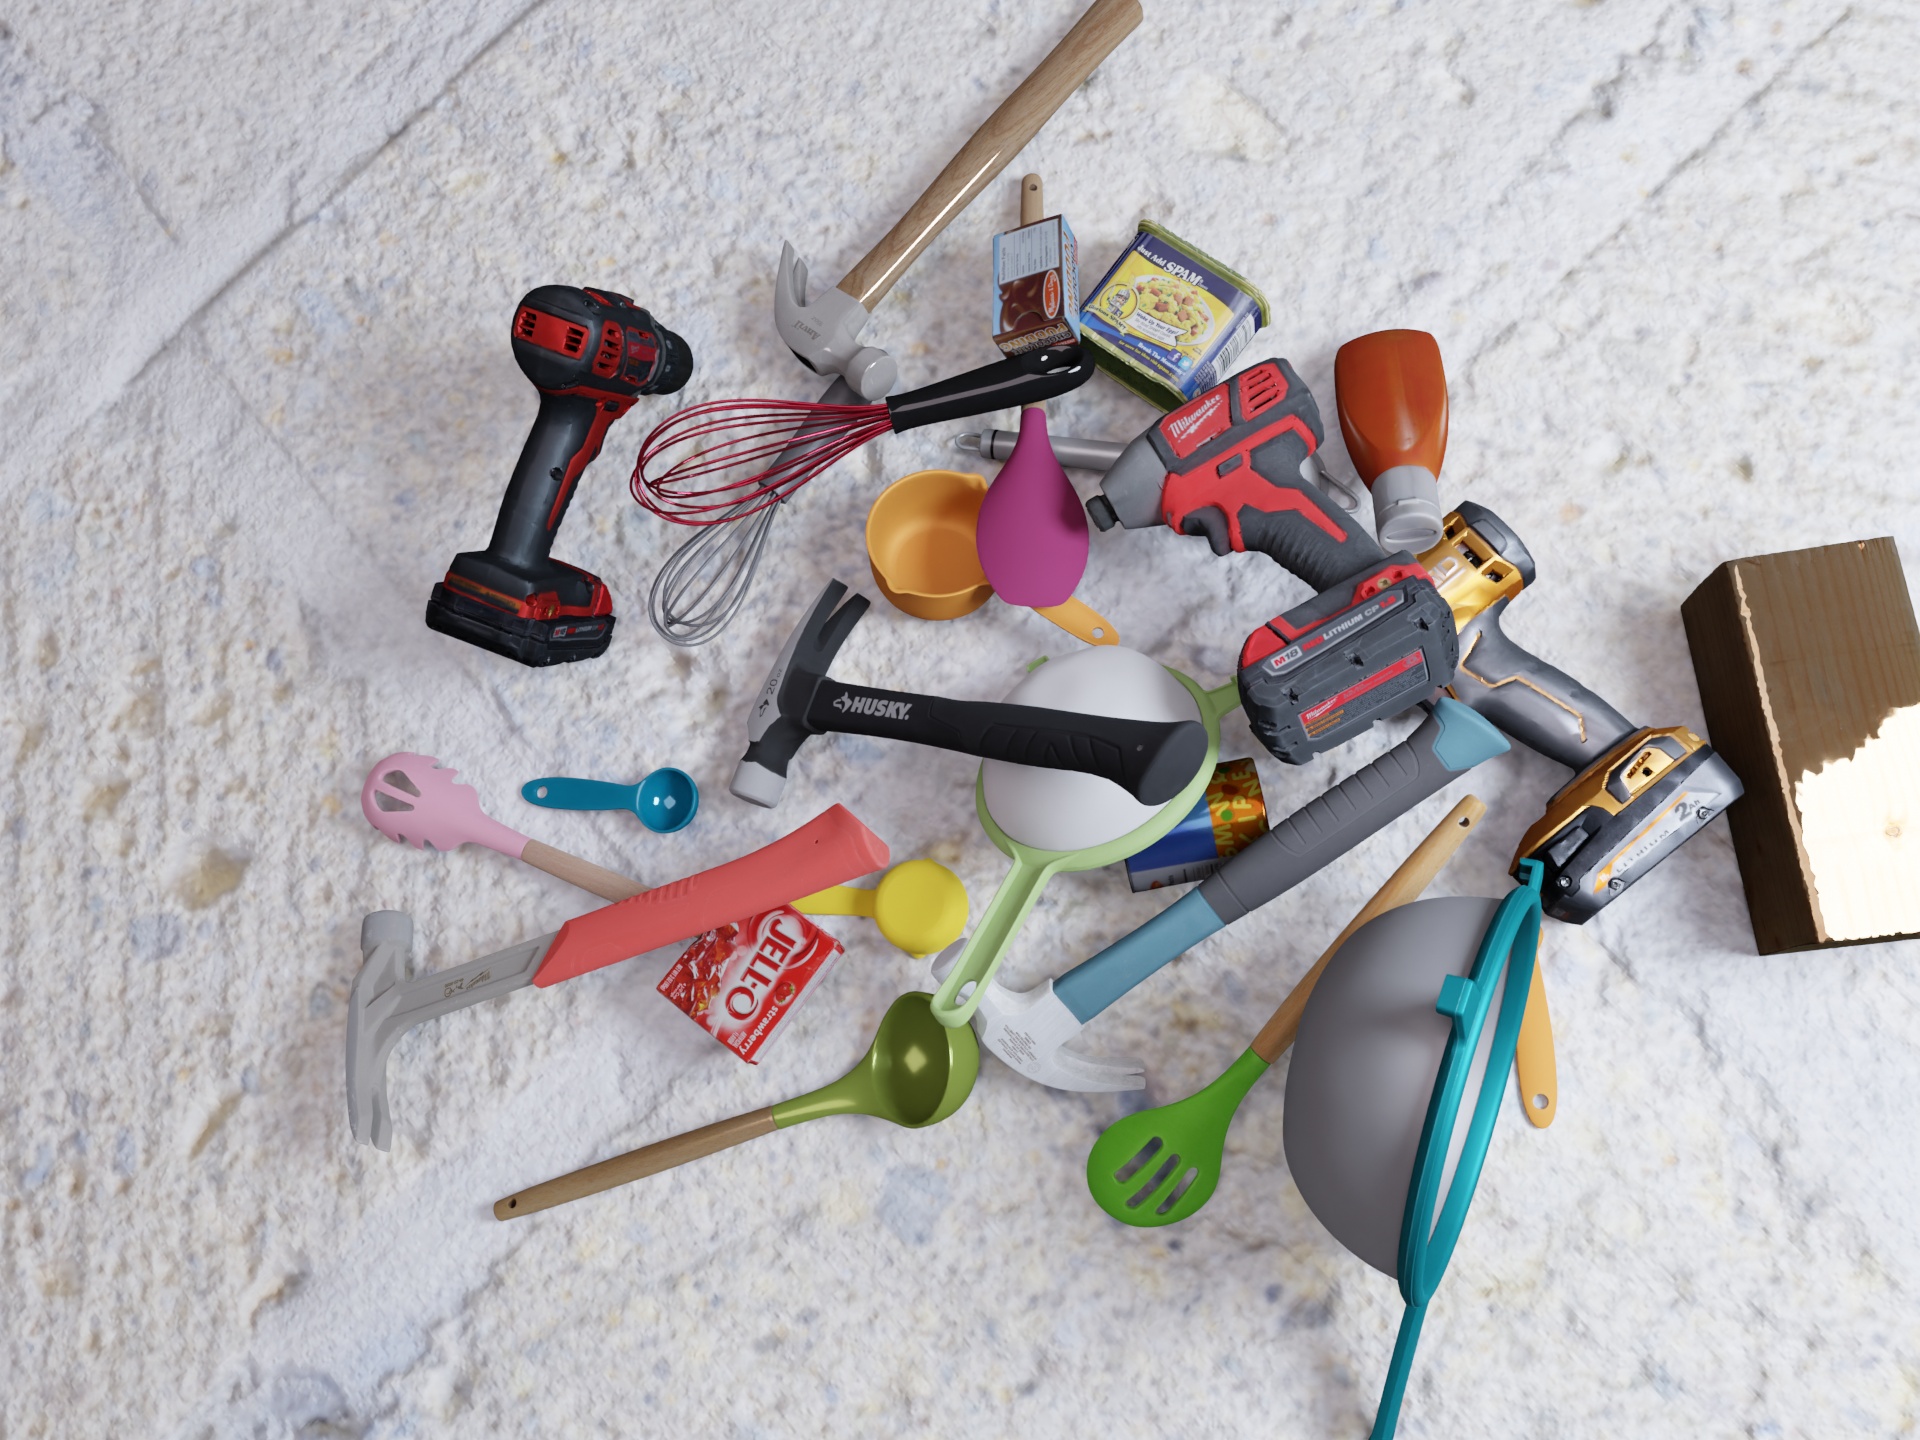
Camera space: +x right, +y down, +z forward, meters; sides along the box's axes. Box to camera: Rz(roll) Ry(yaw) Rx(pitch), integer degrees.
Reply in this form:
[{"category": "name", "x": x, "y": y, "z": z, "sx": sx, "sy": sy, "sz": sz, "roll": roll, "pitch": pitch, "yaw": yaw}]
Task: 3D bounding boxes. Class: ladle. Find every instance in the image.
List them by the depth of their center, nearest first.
[{"category": "ladle", "x": -0.138, "y": 0.239, "z": 0.938, "sx": 0.320, "sy": 0.062, "sz": 0.078, "roll": -20, "pitch": 59, "yaw": 8}]

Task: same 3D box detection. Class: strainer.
[{"category": "strainer", "x": 0.209, "y": 0.234, "z": 0.817, "sx": 0.095, "sy": 0.211, "sz": 0.340, "roll": 16, "pitch": 110, "yaw": 25}, {"category": "strainer", "x": 0.041, "y": 0.047, "z": 0.878, "sx": 0.151, "sy": 0.069, "sz": 0.256, "roll": 8, "pitch": 55, "yaw": 38}, {"category": "strainer", "x": 0.119, "y": -0.161, "z": 0.990, "sx": 0.258, "sy": 0.050, "sz": 0.087, "roll": 9, "pitch": 64, "yaw": 15}]

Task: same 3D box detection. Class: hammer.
[{"category": "hammer", "x": 0.150, "y": 0.093, "z": 0.877, "sx": 0.331, "sy": 0.033, "sz": 0.128, "roll": -37, "pitch": 101, "yaw": 13}, {"category": "hammer", "x": -0.001, "y": -0.003, "z": 0.888, "sx": 0.335, "sy": 0.035, "sz": 0.146, "roll": 8, "pitch": 73, "yaw": 46}, {"category": "hammer", "x": -0.208, "y": 0.136, "z": 0.939, "sx": 0.359, "sy": 0.036, "sz": 0.149, "roll": -20, "pitch": 58, "yaw": 15}, {"category": "hammer", "x": 0.002, "y": -0.359, "z": 1.049, "sx": 0.130, "sy": 0.031, "sz": 0.331, "roll": 37, "pitch": 82, "yaw": 31}]

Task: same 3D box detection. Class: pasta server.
[{"category": "pasta server", "x": -0.248, "y": 0.093, "z": 1.007, "sx": 0.316, "sy": 0.040, "sz": 0.060, "roll": 21, "pitch": 82, "yaw": 10}]

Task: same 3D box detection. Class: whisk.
[{"category": "whisk", "x": -0.062, "y": -0.182, "z": 0.973, "sx": 0.296, "sy": 0.073, "sz": 0.073, "roll": -15, "pitch": 75, "yaw": 2}, {"category": "whisk", "x": -0.118, "y": -0.147, "z": 1.027, "sx": 0.055, "sy": 0.055, "sz": 0.239, "roll": 34, "pitch": 81, "yaw": 15}]

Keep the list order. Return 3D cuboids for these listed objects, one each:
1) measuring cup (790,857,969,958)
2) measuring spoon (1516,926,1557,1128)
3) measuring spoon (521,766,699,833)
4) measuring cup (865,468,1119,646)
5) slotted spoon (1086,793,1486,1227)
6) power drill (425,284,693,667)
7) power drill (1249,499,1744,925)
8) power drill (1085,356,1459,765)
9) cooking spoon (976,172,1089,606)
[{"category": "measuring cup", "x": -0.073, "y": 0.108, "z": 0.968, "sx": 0.156, "sy": 0.029, "sz": 0.062, "roll": 4, "pitch": 78, "yaw": 11}, {"category": "measuring spoon", "x": 0.322, "y": 0.169, "z": 0.891, "sx": 0.021, "sy": 0.011, "sz": 0.117, "roll": -3, "pitch": 77, "yaw": 10}, {"category": "measuring spoon", "x": -0.222, "y": 0.050, "z": 1.019, "sx": 0.128, "sy": 0.021, "sz": 0.042, "roll": 3, "pitch": 78, "yaw": 20}, {"category": "measuring cup", "x": 0.021, "y": -0.083, "z": 0.981, "sx": 0.174, "sy": 0.052, "sz": 0.095, "roll": 32, "pitch": 73, "yaw": 10}, {"category": "slotted spoon", "x": 0.180, "y": 0.163, "z": 0.873, "sx": 0.070, "sy": 0.031, "sz": 0.313, "roll": 38, "pitch": 99, "yaw": -2}, {"category": "power drill", "x": -0.239, "y": -0.156, "z": 1.003, "sx": 0.080, "sy": 0.188, "sz": 0.226, "roll": 20, "pitch": 100, "yaw": 9}, {"category": "power drill", "x": 0.293, "y": 0.010, "z": 0.900, "sx": 0.185, "sy": 0.084, "sz": 0.226, "roll": -40, "pitch": 70, "yaw": 2}, {"category": "power drill", "x": 0.166, "y": -0.093, "z": 0.881, "sx": 0.143, "sy": 0.078, "sz": 0.220, "roll": -29, "pitch": 56, "yaw": 7}, {"category": "cooking spoon", "x": 0.045, "y": -0.214, "z": 0.998, "sx": 0.068, "sy": 0.017, "sz": 0.319, "roll": 2, "pitch": 67, "yaw": -3}]
